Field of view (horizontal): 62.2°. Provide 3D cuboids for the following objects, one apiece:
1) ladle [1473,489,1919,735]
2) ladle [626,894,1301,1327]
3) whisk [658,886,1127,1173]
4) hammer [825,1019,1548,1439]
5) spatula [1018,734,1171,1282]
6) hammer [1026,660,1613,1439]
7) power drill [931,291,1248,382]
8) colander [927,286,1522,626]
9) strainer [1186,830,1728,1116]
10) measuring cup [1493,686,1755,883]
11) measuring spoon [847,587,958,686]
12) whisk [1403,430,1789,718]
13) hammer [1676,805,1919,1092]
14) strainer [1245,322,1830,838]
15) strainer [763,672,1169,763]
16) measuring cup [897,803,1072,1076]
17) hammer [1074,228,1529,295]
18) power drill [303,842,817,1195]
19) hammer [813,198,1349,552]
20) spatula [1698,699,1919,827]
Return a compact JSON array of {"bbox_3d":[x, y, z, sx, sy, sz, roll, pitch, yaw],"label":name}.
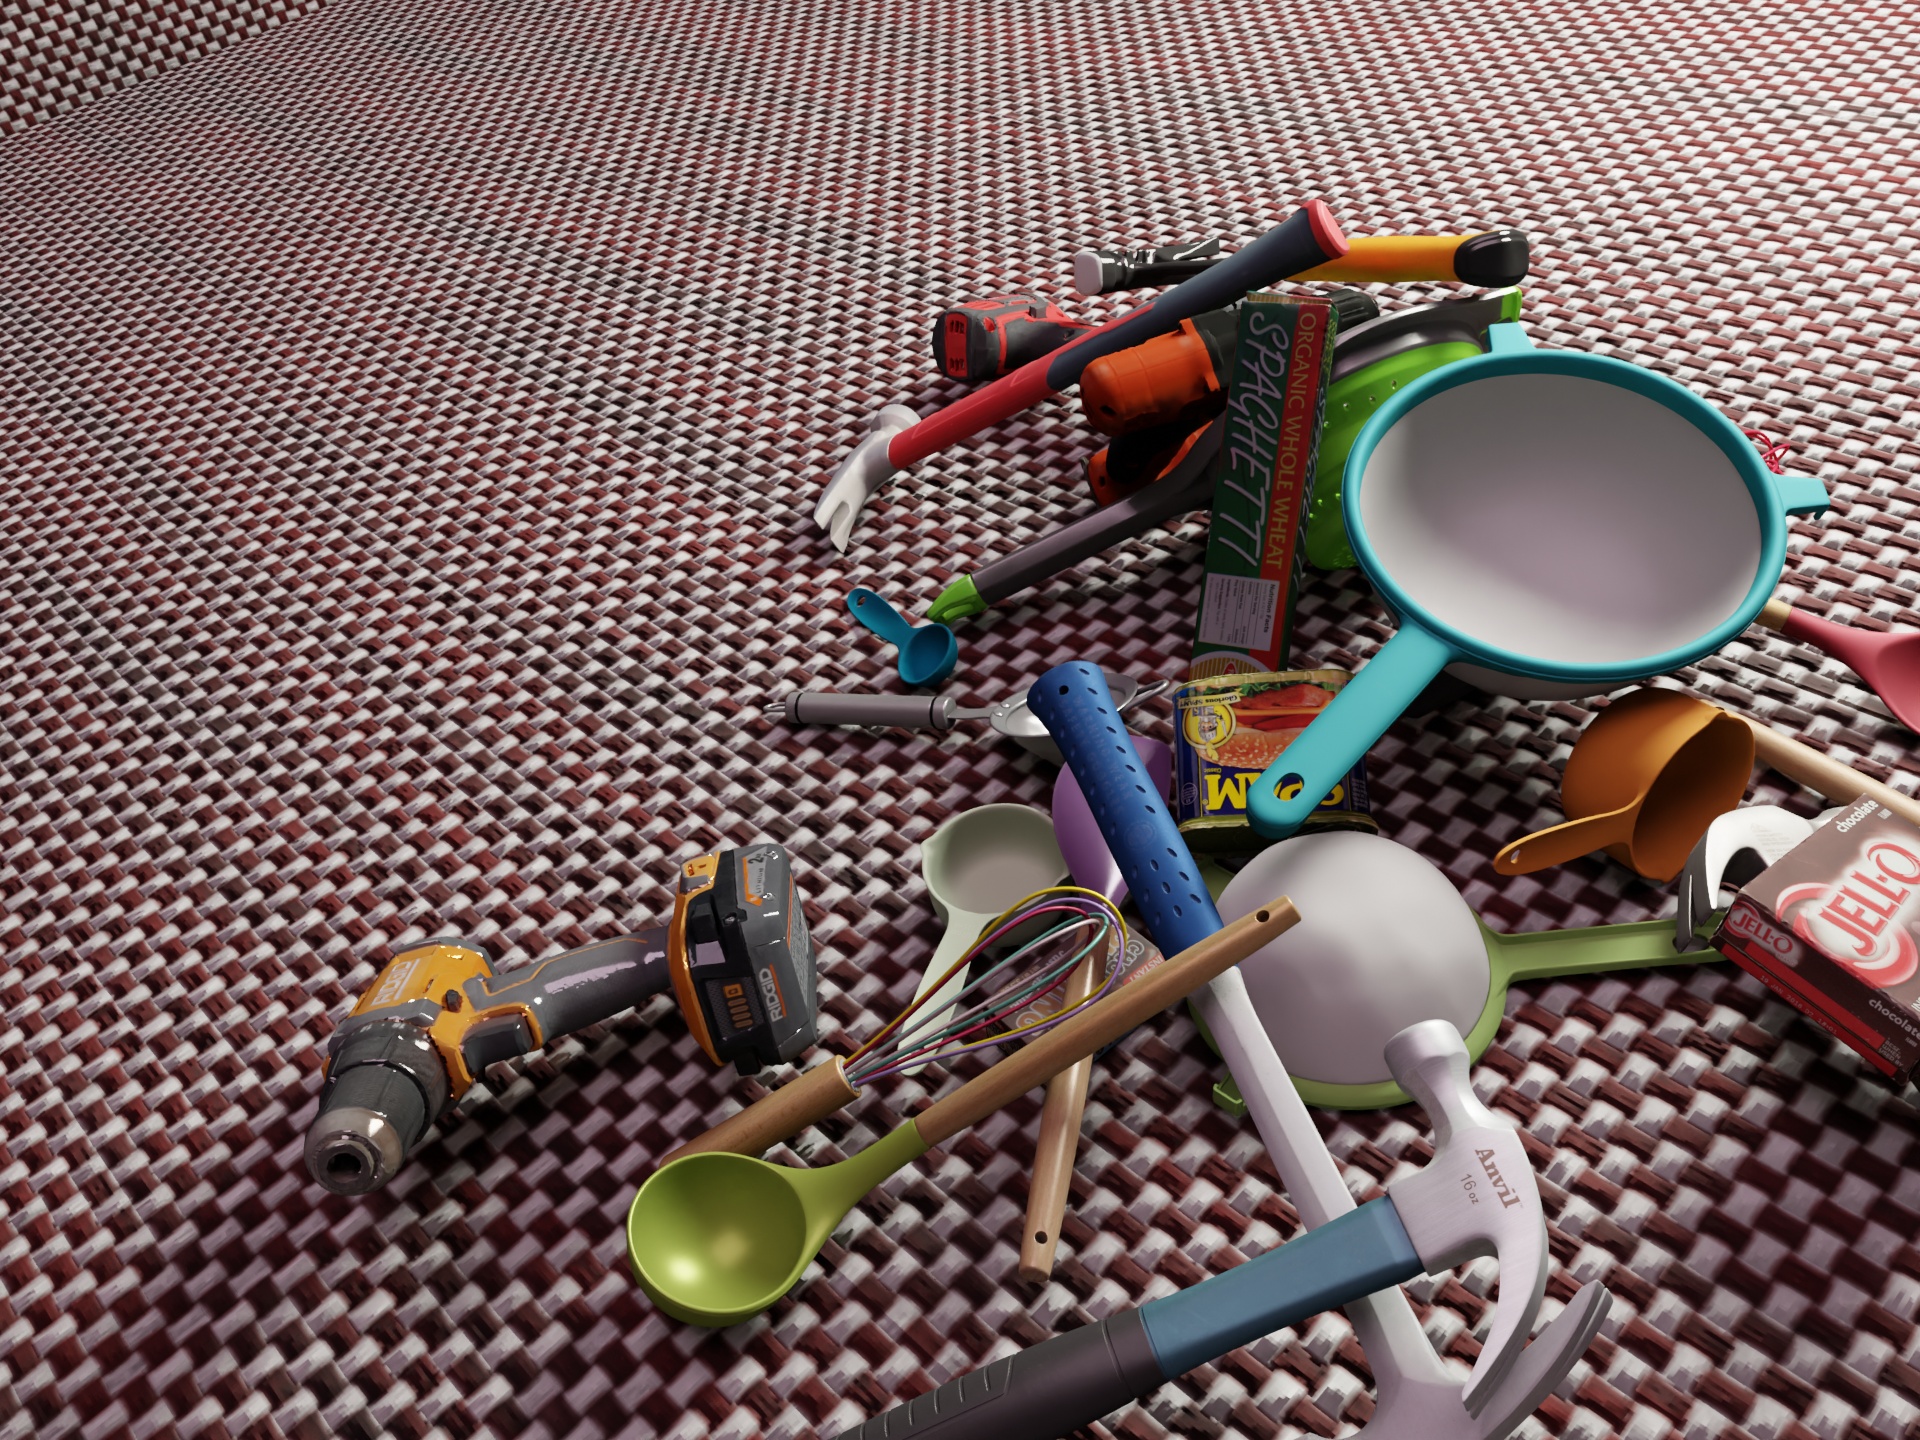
[{"bbox_3d":[0.416,-0.064,0.852,0.315,0.031,0.069,27,76,19],"label":"ladle"},{"bbox_3d":[0.002,0.157,0.674,0.320,0.062,0.078,-32,48,4],"label":"ladle"},{"bbox_3d":[-0.034,0.147,0.721,0.245,0.047,0.051,-31,25,7],"label":"whisk"},{"bbox_3d":[0.059,0.235,0.589,0.331,0.033,0.128,-27,50,7],"label":"hammer"},{"bbox_3d":[0.058,0.115,0.748,0.060,0.018,0.316,9,44,6],"label":"spatula"},{"bbox_3d":[0.120,0.120,0.692,0.144,0.035,0.406,-32,49,10],"label":"hammer"},{"bbox_3d":[0.103,-0.274,1.159,0.220,0.078,0.143,15,25,34],"label":"power drill"},{"bbox_3d":[0.172,-0.119,0.969,0.397,0.204,0.094,-26,76,8],"label":"colander"},{"bbox_3d":[0.230,0.096,0.737,0.256,0.069,0.152,-7,42,9],"label":"strainer"},{"bbox_3d":[0.299,0.036,0.755,0.173,0.095,0.052,-13,32,-27],"label":"measuring cup"},{"bbox_3d":[-0.037,-0.054,1.008,0.042,0.021,0.129,-52,39,2],"label":"measuring spoon"},{"bbox_3d":[0.367,-0.081,0.911,0.296,0.073,0.073,-31,45,-13],"label":"whisk"},{"bbox_3d":[0.409,0.159,0.639,0.130,0.031,0.332,-3,43,-17],"label":"hammer"},{"bbox_3d":[0.255,-0.044,0.800,0.211,0.095,0.340,38,69,25],"label":"strainer"},{"bbox_3d":[-0.001,-0.003,0.925,0.258,0.050,0.087,2,25,24],"label":"strainer"},{"bbox_3d":[0.005,0.115,0.796,0.083,0.038,0.168,8,49,21],"label":"measuring cup"},{"bbox_3d":[0.220,-0.291,1.012,0.127,0.034,0.337,-15,20,-30],"label":"hammer"},{"bbox_3d":[-0.185,0.140,0.742,0.226,0.084,0.185,-15,15,-1],"label":"power drill"},{"bbox_3d":[0.065,-0.219,1.015,0.386,0.038,0.143,-20,30,37],"label":"hammer"},{"bbox_3d":[0.474,0.073,0.741,0.082,0.044,0.318,-28,39,-16],"label":"spatula"}]
